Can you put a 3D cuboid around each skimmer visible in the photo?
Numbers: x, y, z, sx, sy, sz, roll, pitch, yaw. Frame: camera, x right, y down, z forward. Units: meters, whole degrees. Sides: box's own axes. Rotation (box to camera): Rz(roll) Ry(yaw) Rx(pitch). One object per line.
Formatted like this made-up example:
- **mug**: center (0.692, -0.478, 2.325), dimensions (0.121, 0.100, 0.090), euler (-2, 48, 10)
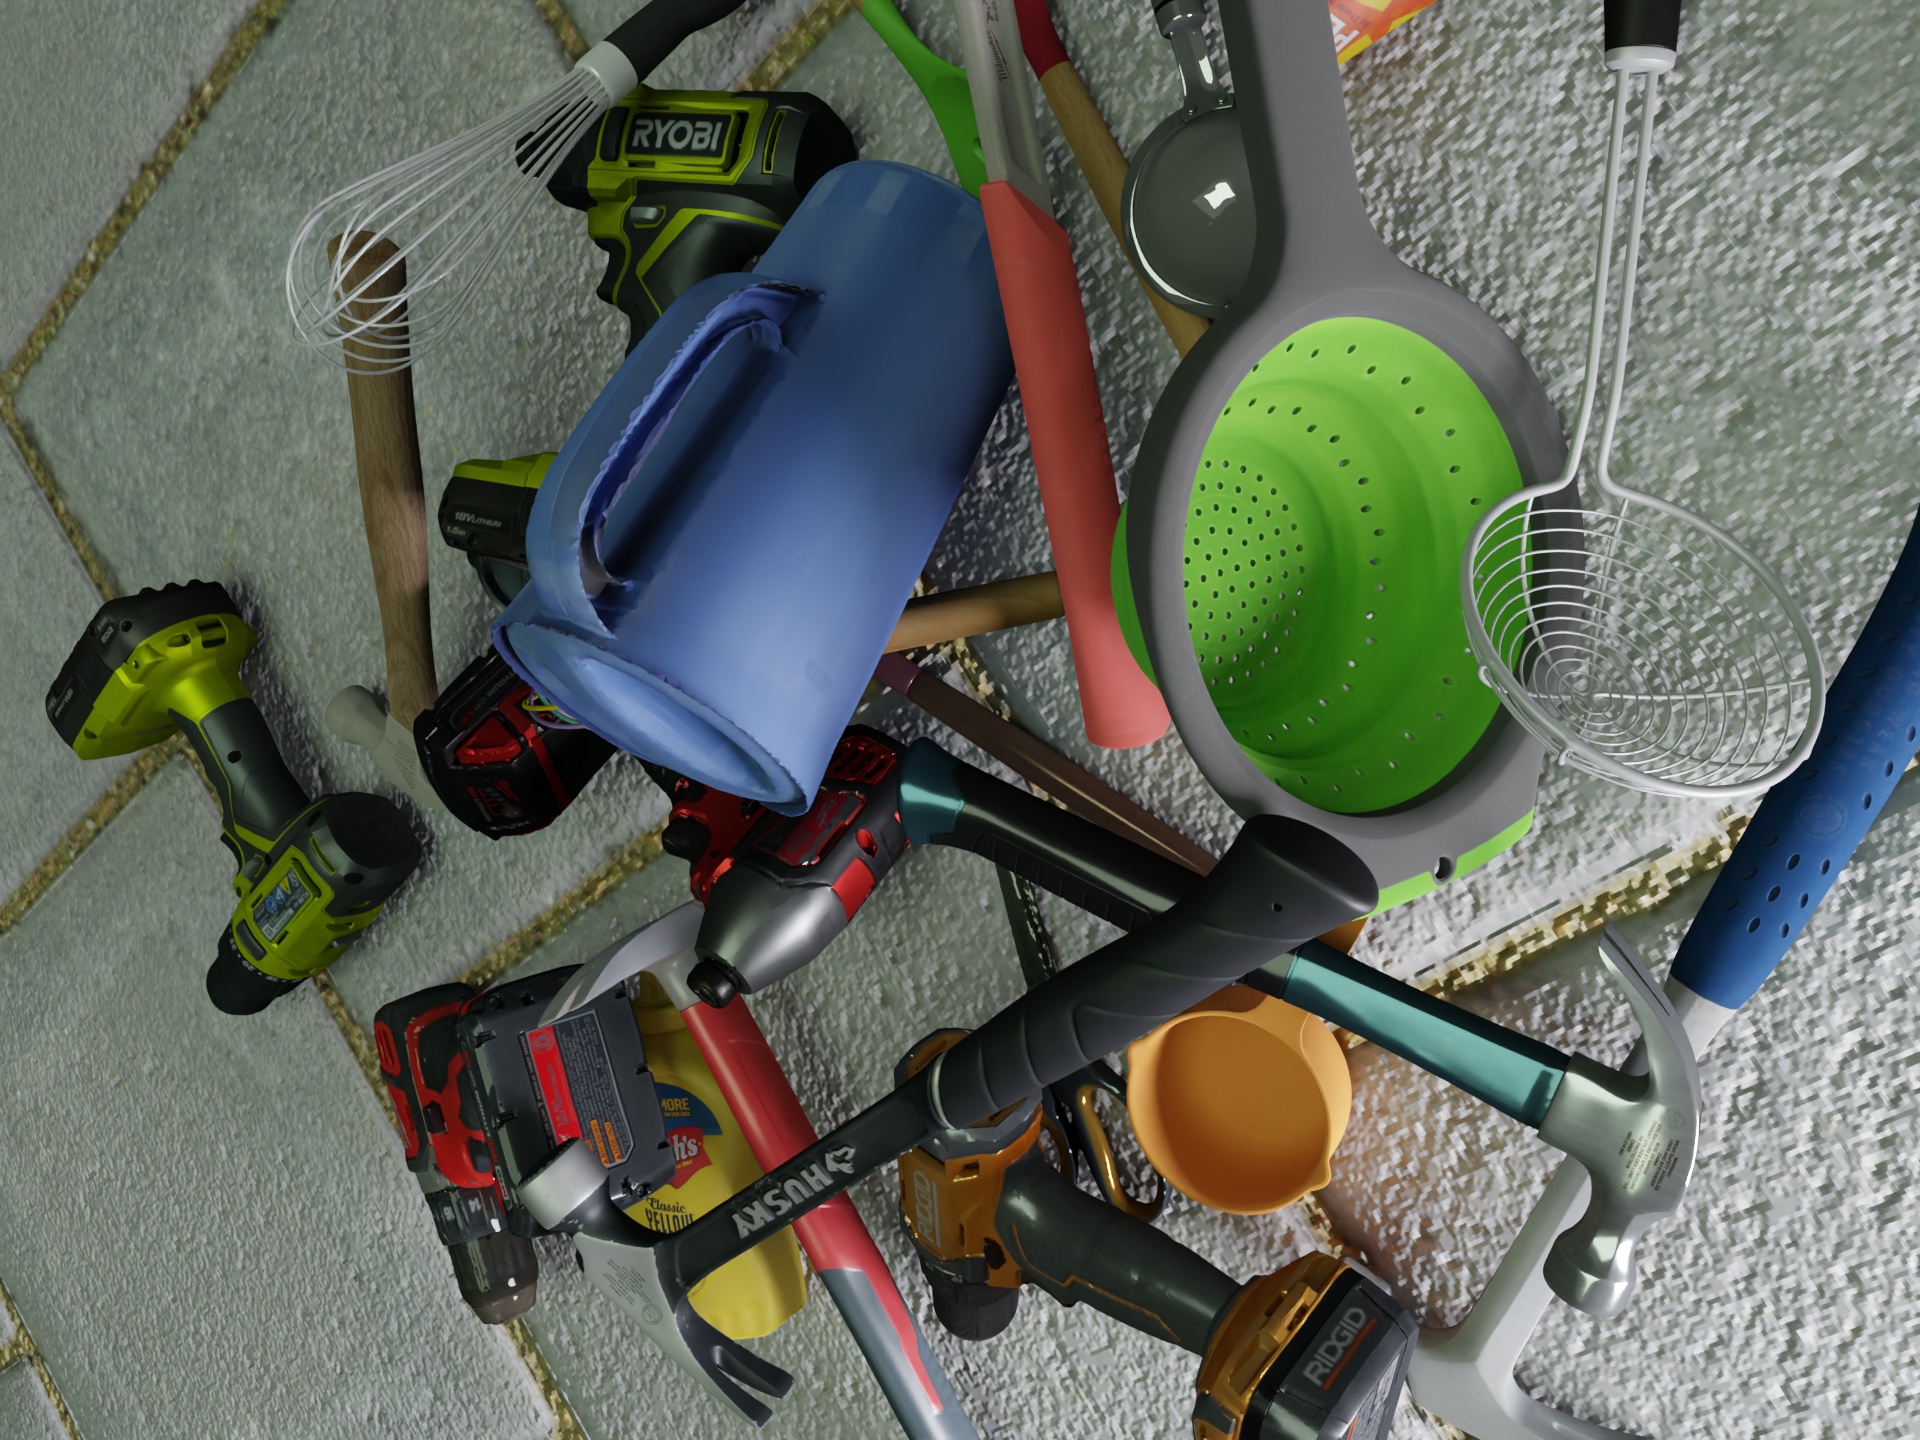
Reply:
- **skimmer**: center (0.233, -0.160, 0.516), dimensions (0.127, 0.090, 0.363), euler (2, 96, -11)

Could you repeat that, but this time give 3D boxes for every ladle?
- **ladle**: center (0.051, -0.241, 0.645), dimensions (0.069, 0.031, 0.315), euler (-28, 88, 30)

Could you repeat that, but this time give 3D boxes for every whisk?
- **whisk**: center (-0.073, -0.035, 0.697), dimensions (0.245, 0.047, 0.051), euler (-11, 76, 3)
- **whisk**: center (-0.170, -0.249, 0.662), dimensions (0.070, 0.070, 0.285), euler (32, 70, 19)

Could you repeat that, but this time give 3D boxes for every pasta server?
- **pasta server**: center (-0.001, -0.002, 0.713), dimensions (0.316, 0.040, 0.060), euler (33, 100, 18)

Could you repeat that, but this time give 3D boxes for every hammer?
- **hammer**: center (-0.274, -0.080, 0.780), dimensions (0.130, 0.031, 0.331), euler (33, 137, 20)
- **hammer**: center (0.026, -0.151, 0.594), dimensions (0.037, 0.149, 0.358), euler (7, 119, 39)
- **hammer**: center (-0.014, 0.153, 0.602), dimensions (0.409, 0.036, 0.149), euler (-38, 91, 32)
- **hammer**: center (0.274, 0.111, 0.586), dimensions (0.144, 0.035, 0.405), euler (29, 112, 21)
- **hammer**: center (-0.058, 0.267, 0.748), dimensions (0.038, 0.143, 0.386), euler (-28, 90, 30)
- **hammer**: center (0.115, 0.090, 0.612), dimensions (0.331, 0.033, 0.128), euler (25, 108, 22)

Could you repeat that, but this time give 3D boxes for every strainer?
- **strainer**: center (0.086, -0.264, 0.613), dimensions (0.087, 0.050, 0.258), euler (-16, 87, 9)

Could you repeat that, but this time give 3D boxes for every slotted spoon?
- **slotted spoon**: center (-0.048, -0.326, 0.676), dimensions (0.031, 0.070, 0.314), euler (-29, 78, -15)

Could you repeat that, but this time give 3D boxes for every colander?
- **colander**: center (0.105, -0.133, 0.562), dimensions (0.094, 0.204, 0.397), euler (6, 112, 59)

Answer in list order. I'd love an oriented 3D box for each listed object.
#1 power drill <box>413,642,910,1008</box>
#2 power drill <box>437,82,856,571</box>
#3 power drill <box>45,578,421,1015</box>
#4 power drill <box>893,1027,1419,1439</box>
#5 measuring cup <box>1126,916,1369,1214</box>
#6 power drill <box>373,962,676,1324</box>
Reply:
- **power drill**: center (-0.137, 0.037, 0.736), dimensions (0.220, 0.143, 0.078), euler (25, 149, 23)
- **power drill**: center (-0.151, -0.173, 0.718), dimensions (0.171, 0.080, 0.223), euler (12, 88, 26)
- **power drill**: center (-0.434, 0.052, 0.937), dimensions (0.190, 0.080, 0.228), euler (-41, 82, 31)
- **power drill**: center (0.065, 0.249, 0.671), dimensions (0.226, 0.084, 0.185), euler (28, 137, 31)
- **measuring cup**: center (0.136, 0.120, 0.655), dimensions (0.095, 0.052, 0.173), euler (32, 111, 20)
- **power drill**: center (-0.232, 0.222, 0.823), dimensions (0.226, 0.080, 0.188), euler (-24, 82, 53)
